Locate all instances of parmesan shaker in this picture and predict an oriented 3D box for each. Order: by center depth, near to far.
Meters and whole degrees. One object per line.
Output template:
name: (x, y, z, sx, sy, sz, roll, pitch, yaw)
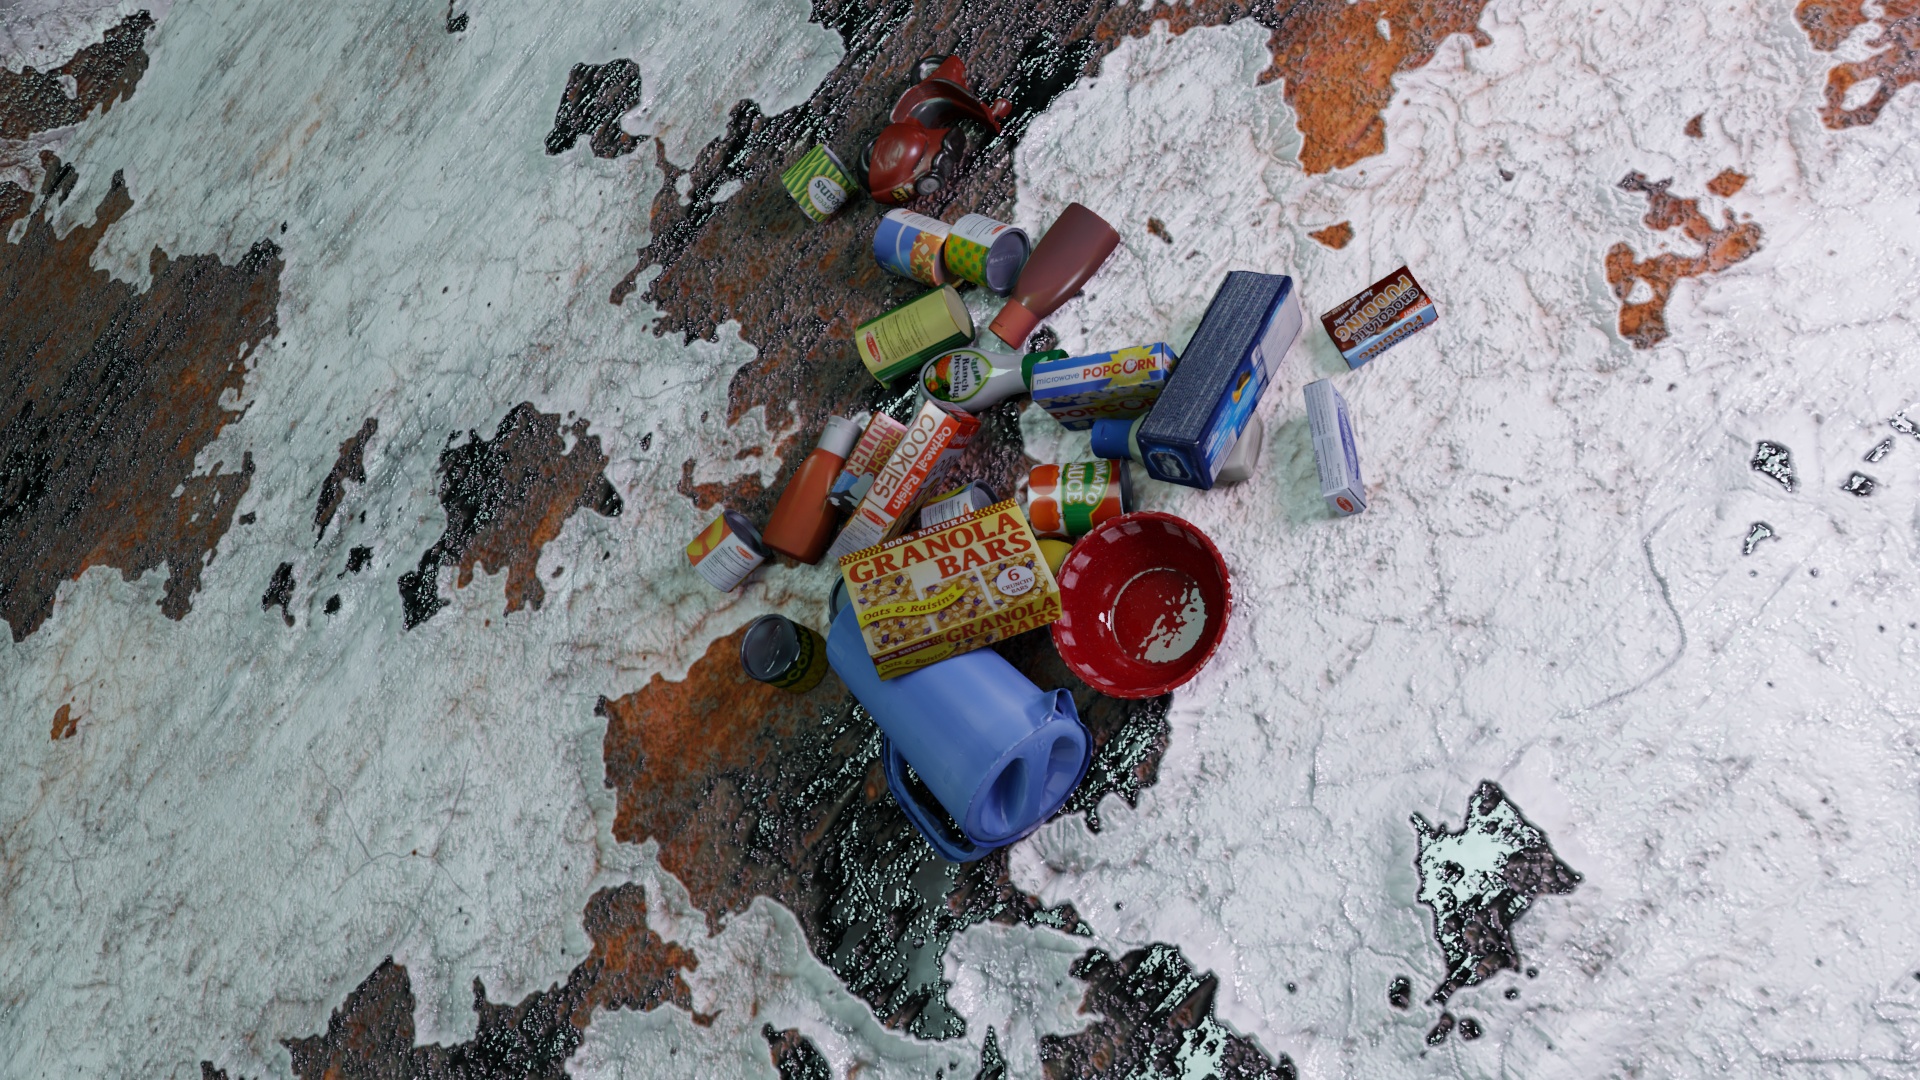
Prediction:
parmesan shaker: (-0.043, -0.204, 1.388, 0.103, 0.071, 0.071, -23, 62, 20)

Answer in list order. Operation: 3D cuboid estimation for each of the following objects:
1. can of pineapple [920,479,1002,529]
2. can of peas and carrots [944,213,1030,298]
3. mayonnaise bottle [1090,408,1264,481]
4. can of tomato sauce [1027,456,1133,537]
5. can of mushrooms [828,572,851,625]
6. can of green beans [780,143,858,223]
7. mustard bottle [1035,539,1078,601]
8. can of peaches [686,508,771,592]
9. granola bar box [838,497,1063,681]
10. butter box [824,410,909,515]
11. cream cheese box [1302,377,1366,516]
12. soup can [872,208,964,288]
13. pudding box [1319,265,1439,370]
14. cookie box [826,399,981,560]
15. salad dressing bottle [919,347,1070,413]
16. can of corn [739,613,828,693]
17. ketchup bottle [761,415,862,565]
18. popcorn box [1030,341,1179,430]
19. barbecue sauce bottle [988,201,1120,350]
can of pineapple: (0.005, -0.016, 1.289, 0.058, 0.071, 0.071, -21, 63, 24)
can of peas and carrots: (0.026, -0.283, 1.378, 0.059, 0.071, 0.071, 28, 87, 35)
mayonnaise bottle: (0.189, -0.087, 1.224, 0.148, 0.041, 0.065, 4, 67, 30)
can of tomato sauce: (0.106, -0.038, 1.226, 0.083, 0.071, 0.071, -3, 70, 16)
can of mushrooms: (-0.092, 0.059, 1.334, 0.071, 0.033, 0.071, -10, 68, 26)
can of green beans: (-0.154, -0.391, 1.520, 0.057, 0.071, 0.071, -37, 58, 13)
mustard bottle: (0.032, 0.039, 1.261, 0.160, 0.048, 0.065, -9, 62, 26)
can of peaches: (-0.236, 0.010, 1.417, 0.058, 0.071, 0.071, -42, 57, 10)
granola bar box: (-0.010, 0.040, 1.189, 0.166, 0.038, 0.125, -19, 45, -5)
butter box: (-0.086, -0.071, 1.368, 0.103, 0.053, 0.024, -60, 12, -2)
cream cheese box: (0.308, -0.077, 1.145, 0.024, 0.053, 0.104, -16, 64, 26)
soup can: (-0.038, -0.294, 1.418, 0.084, 0.071, 0.071, 27, 87, 34)
pudding box: (0.354, -0.188, 1.175, 0.083, 0.030, 0.050, -31, 60, 17)
cookie box: (-0.049, -0.051, 1.287, 0.040, 0.123, 0.167, 35, 99, 5)
salad dressing bottle: (0.034, -0.158, 1.337, 0.147, 0.044, 0.064, -4, 76, 28)
can of corn: (-0.167, 0.110, 1.342, 0.071, 0.058, 0.071, -11, 67, 26)
ketchup bottle: (-0.144, -0.053, 1.399, 0.065, 0.043, 0.149, 19, 82, 33)
popcorn box: (0.137, -0.136, 1.245, 0.126, 0.085, 0.038, -6, 70, 27)
barbecue sauce bottle: (0.086, -0.253, 1.345, 0.148, 0.043, 0.065, -51, 56, 4)
